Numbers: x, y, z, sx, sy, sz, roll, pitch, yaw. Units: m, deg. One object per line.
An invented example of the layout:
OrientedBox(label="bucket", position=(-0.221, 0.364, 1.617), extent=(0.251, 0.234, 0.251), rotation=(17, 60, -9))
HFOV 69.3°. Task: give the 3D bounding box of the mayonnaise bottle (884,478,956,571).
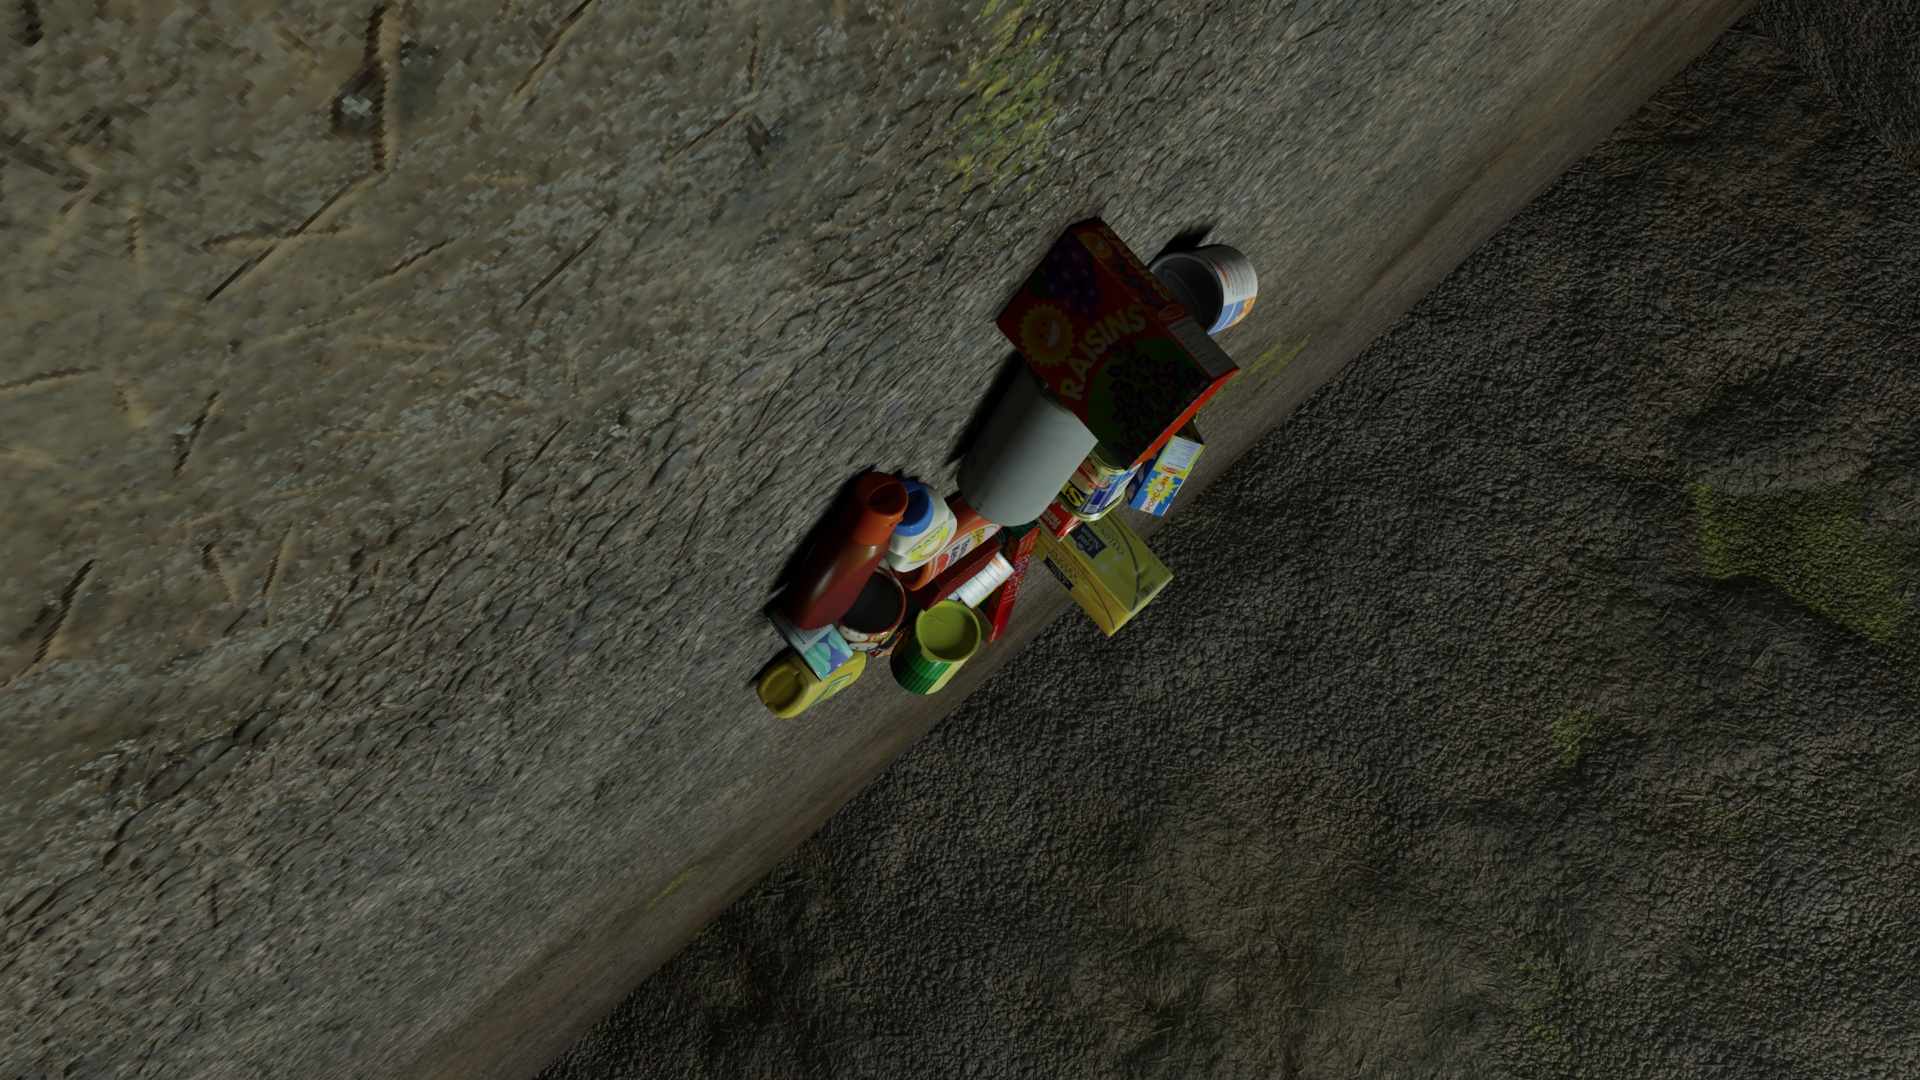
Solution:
OrientedBox(label="mayonnaise bottle", position=(-0.036, -0.014, 1.043), extent=(0.065, 0.041, 0.148), rotation=(-39, 172, -4))

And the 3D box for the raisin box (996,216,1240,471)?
OrientedBox(label="raisin box", position=(0.091, -0.116, 0.823), extent=(0.040, 0.123, 0.085), rotation=(-30, 166, -48))

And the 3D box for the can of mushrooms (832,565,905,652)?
OrientedBox(label="can of mushrooms", position=(-0.077, 0.054, 1.105), extent=(0.071, 0.071, 0.033), rotation=(-36, 168, -31))

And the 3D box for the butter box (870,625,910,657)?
OrientedBox(label="butter box", position=(-0.068, 0.099, 1.506), extent=(0.053, 0.024, 0.103), rotation=(-42, 171, 9))

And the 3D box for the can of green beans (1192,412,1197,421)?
OrientedBox(label="can of green beans", position=(0.197, -0.126, 1.407), extent=(0.057, 0.071, 0.071), rotation=(-47, 169, 30))

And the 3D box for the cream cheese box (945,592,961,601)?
OrientedBox(label="cream cheese box", position=(0.003, 0.045, 1.548), extent=(0.104, 0.024, 0.053), rotation=(-35, 167, -37))

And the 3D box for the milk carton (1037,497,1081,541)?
OrientedBox(label="milk carton", position=(0.110, -0.071, 1.279), extent=(0.074, 0.072, 0.189), rotation=(-34, 169, -39))

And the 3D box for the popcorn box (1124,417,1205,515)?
OrientedBox(label="popcorn box", position=(0.181, -0.094, 1.314), extent=(0.127, 0.038, 0.084), rotation=(-101, -147, -55))

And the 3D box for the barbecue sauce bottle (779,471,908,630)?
OrientedBox(label="barbecue sauce bottle", position=(-0.078, 0.007, 0.963), extent=(0.065, 0.044, 0.147), rotation=(-35, 168, -38))

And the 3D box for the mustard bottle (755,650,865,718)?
OrientedBox(label="mustard bottle", position=(-0.124, 0.117, 1.274), extent=(0.065, 0.049, 0.161), rotation=(-43, 171, 23))

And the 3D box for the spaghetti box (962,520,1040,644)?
OrientedBox(label="spaghetti box", position=(0.038, 0.035, 1.458), extent=(0.029, 0.050, 0.248), rotation=(-37, 162, -24))

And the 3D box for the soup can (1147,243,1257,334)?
OrientedBox(label="soup can", position=(0.176, -0.185, 1.039), extent=(0.071, 0.071, 0.084), rotation=(-47, 170, 31))

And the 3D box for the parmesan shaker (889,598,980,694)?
OrientedBox(label="parmesan shaker", position=(-0.029, 0.109, 1.382), extent=(0.071, 0.071, 0.102), rotation=(-36, 171, -29))

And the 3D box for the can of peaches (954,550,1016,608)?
OrientedBox(label="can of peaches", position=(0.011, 0.023, 1.346), extent=(0.058, 0.071, 0.071), rotation=(-42, 171, 2))

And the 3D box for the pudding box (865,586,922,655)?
OrientedBox(label="pudding box", position=(-0.069, 0.075, 1.368), extent=(0.084, 0.030, 0.049), rotation=(-35, 169, -37))

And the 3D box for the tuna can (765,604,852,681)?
OrientedBox(label="tuna can", position=(-0.113, 0.073, 1.048), extent=(0.033, 0.071, 0.071), rotation=(-40, 171, -10))

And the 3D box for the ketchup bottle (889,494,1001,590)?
OrientedBox(label="ketchup bottle", position=(0.004, -0.015, 1.202), extent=(0.149, 0.043, 0.064), rotation=(-35, 164, -37))
